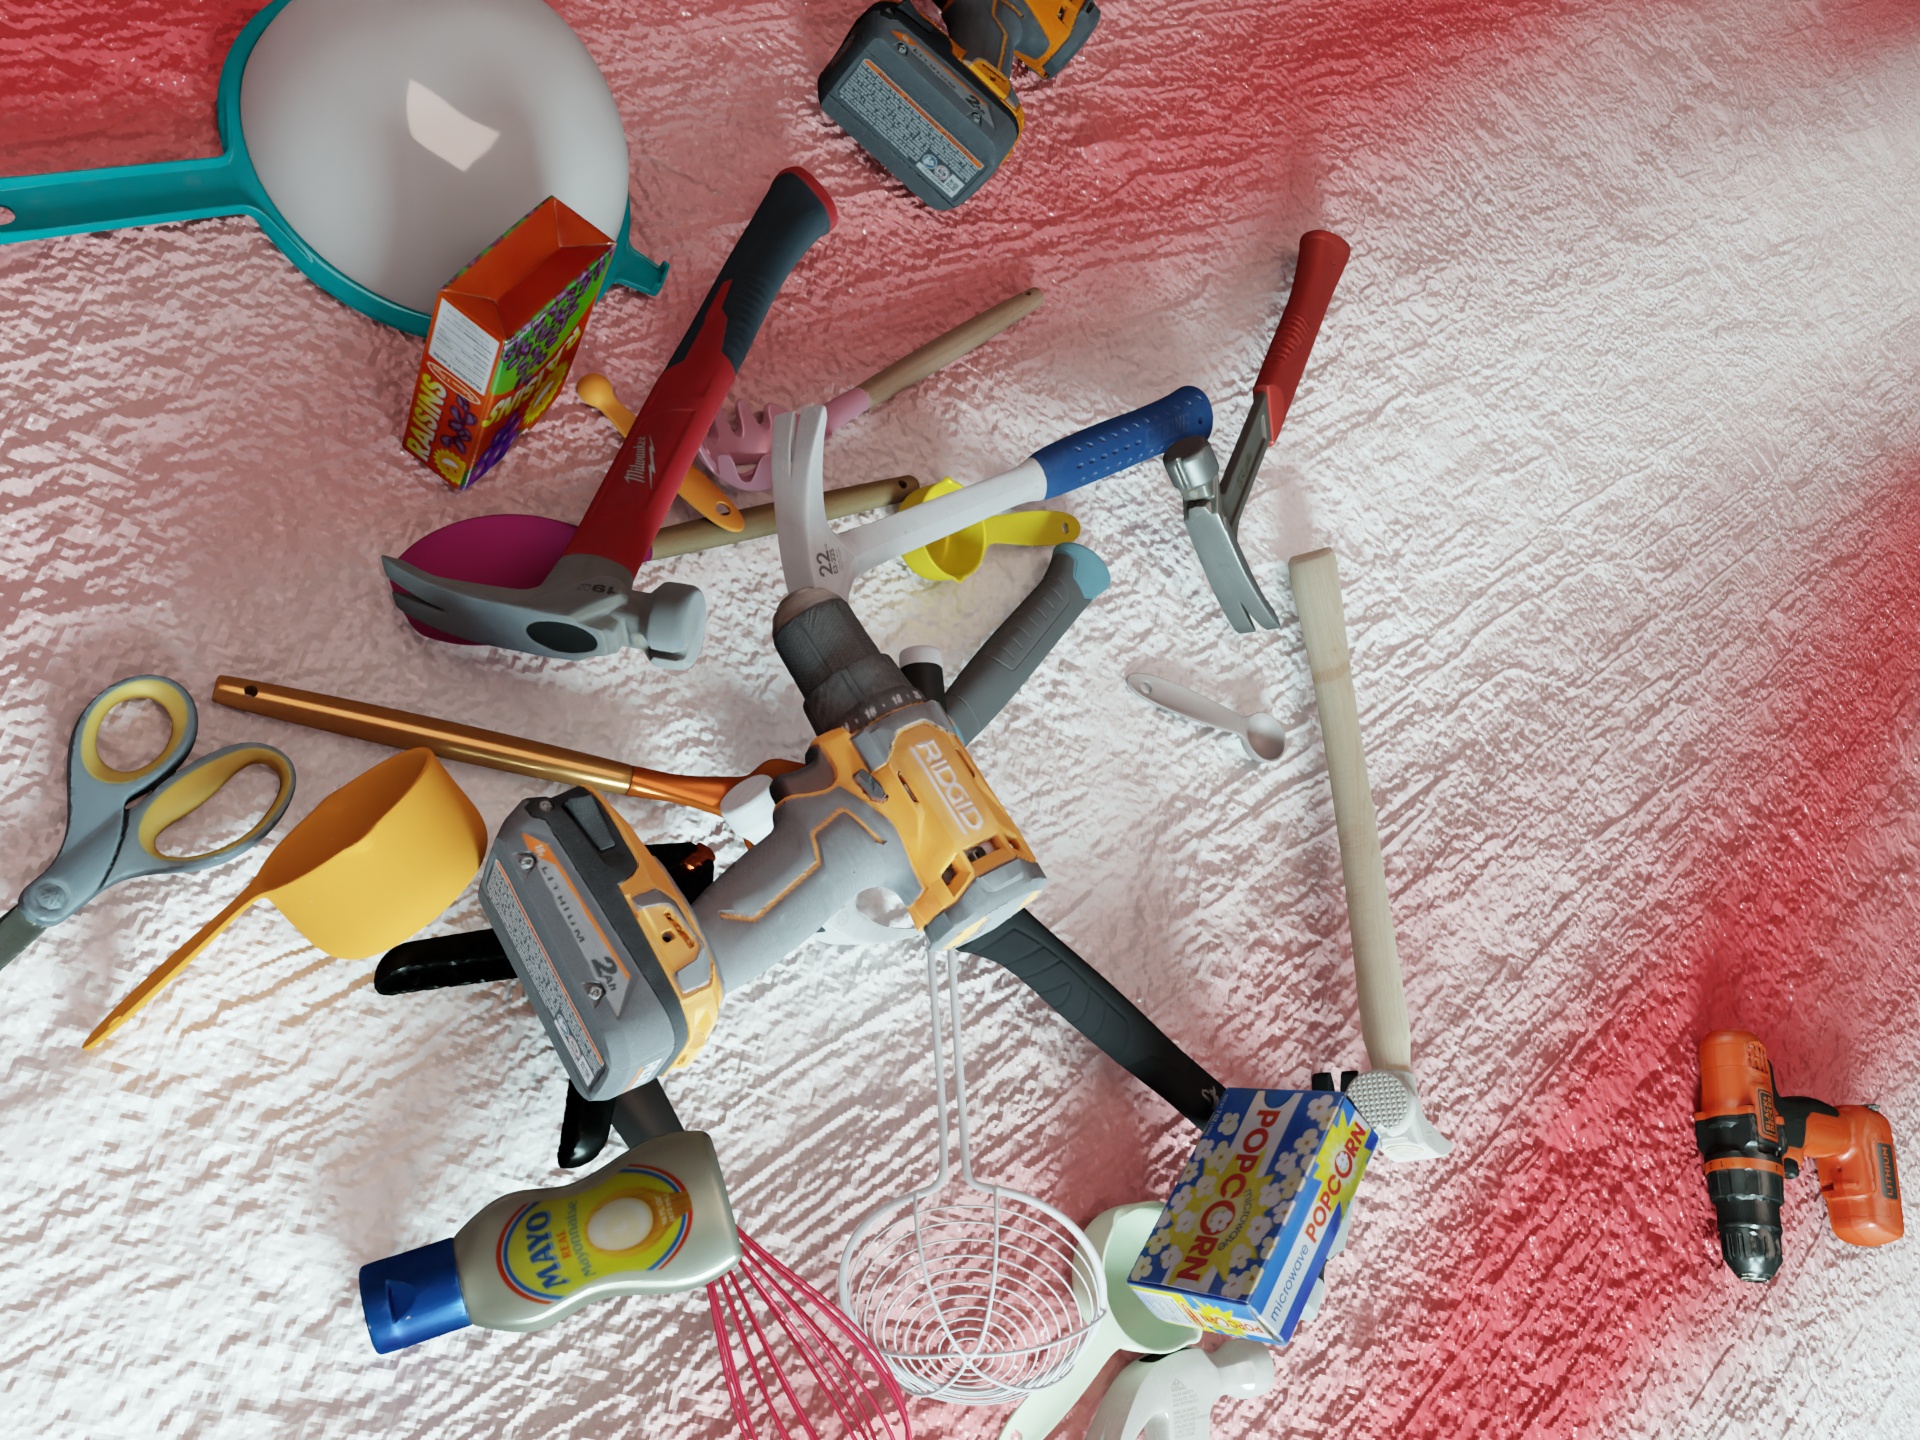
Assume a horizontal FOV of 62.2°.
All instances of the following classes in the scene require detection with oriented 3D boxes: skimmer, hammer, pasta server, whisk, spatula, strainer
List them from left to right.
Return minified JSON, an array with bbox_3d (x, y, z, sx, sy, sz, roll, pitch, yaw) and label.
[{"bbox_3d":[-0.293,-0.281,0.754,0.340,0.095,0.211,-26,89,-40],"label":"strainer"},{"bbox_3d":[-0.186,0.026,0.764,0.322,0.041,0.081,15,66,-26],"label":"spatula"},{"bbox_3d":[-0.151,-0.178,0.819,0.143,0.038,0.387,10,48,6],"label":"hammer"},{"bbox_3d":[-0.107,0.240,0.719,0.073,0.073,0.296,-29,85,-39],"label":"whisk"},{"bbox_3d":[-0.041,-0.207,0.942,0.060,0.040,0.316,32,47,21],"label":"pasta server"},{"bbox_3d":[-0.004,0.146,0.788,0.127,0.090,0.363,-6,73,6],"label":"skimmer"},{"bbox_3d":[-0.001,-0.003,0.883,0.331,0.033,0.128,-50,120,-40],"label":"hammer"},{"bbox_3d":[0.037,-0.145,0.933,0.405,0.035,0.144,-30,112,-47],"label":"hammer"},{"bbox_3d":[0.113,0.186,0.886,0.334,0.035,0.146,43,54,-23],"label":"hammer"},{"bbox_3d":[0.126,0.494,0.802,0.130,0.031,0.331,5,70,-34],"label":"hammer"},{"bbox_3d":[0.227,-0.230,1.127,0.149,0.037,0.359,59,42,-34],"label":"hammer"},{"bbox_3d":[0.259,0.074,1.033,0.146,0.038,0.411,41,41,-54],"label":"hammer"}]

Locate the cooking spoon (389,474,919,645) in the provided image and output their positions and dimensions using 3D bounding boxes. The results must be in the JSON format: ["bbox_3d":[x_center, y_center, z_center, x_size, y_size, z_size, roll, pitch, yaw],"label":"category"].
[{"bbox_3d":[-0.145,-0.096,0.839,0.319,0.017,0.069,-20,75,-38],"label":"cooking spoon"}]

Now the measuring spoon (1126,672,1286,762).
[{"bbox_3d":[0.156,-0.003,1.024,0.124,0.018,0.034,22,61,-20],"label":"measuring spoon"}]

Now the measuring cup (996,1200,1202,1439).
[{"bbox_3d":[0.065,0.318,0.823,0.167,0.038,0.083,-36,95,-36],"label":"measuring cup"}]

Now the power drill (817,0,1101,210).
[{"bbox_3d":[-0.007,-0.453,1.034,0.164,0.084,0.227,38,51,-18],"label":"power drill"}]

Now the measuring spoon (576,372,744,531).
[{"bbox_3d":[-0.157,-0.143,0.840,0.117,0.011,0.021,44,49,-1],"label":"measuring spoon"}]

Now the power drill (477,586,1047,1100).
[{"bbox_3d":[-0.093,0.043,0.703,0.226,0.084,0.185,-23,73,-32],"label":"power drill"}]

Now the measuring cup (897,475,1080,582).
[{"bbox_3d":[0.018,-0.114,0.962,0.156,0.029,0.062,-9,93,-50],"label":"measuring cup"}]

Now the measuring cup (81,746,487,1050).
[{"bbox_3d":[-0.271,0.086,0.655,0.173,0.095,0.052,-44,116,-17],"label":"measuring cup"}]
